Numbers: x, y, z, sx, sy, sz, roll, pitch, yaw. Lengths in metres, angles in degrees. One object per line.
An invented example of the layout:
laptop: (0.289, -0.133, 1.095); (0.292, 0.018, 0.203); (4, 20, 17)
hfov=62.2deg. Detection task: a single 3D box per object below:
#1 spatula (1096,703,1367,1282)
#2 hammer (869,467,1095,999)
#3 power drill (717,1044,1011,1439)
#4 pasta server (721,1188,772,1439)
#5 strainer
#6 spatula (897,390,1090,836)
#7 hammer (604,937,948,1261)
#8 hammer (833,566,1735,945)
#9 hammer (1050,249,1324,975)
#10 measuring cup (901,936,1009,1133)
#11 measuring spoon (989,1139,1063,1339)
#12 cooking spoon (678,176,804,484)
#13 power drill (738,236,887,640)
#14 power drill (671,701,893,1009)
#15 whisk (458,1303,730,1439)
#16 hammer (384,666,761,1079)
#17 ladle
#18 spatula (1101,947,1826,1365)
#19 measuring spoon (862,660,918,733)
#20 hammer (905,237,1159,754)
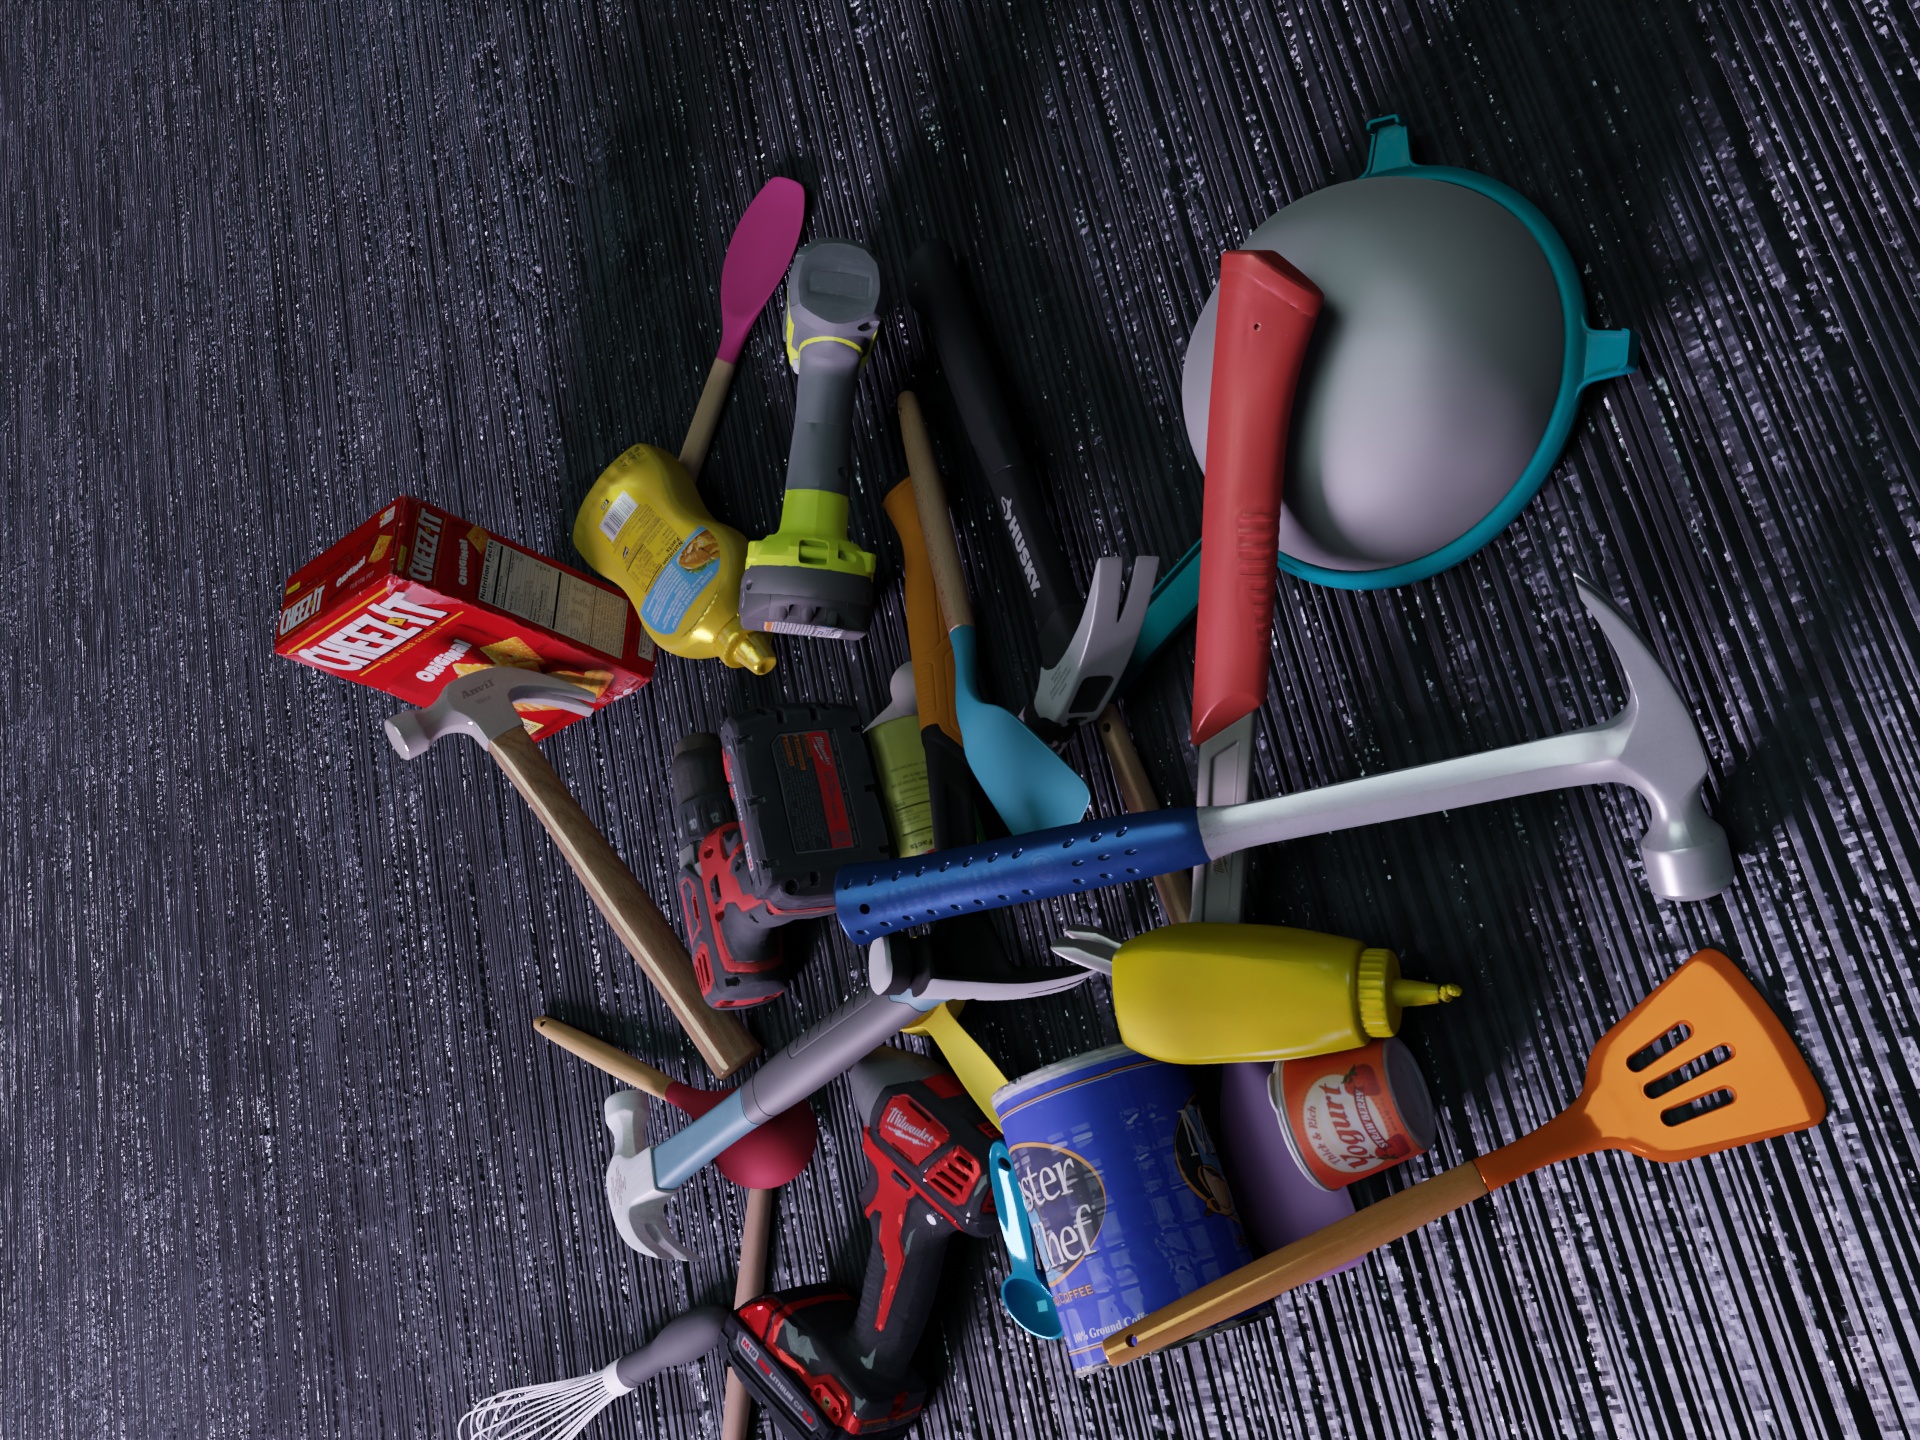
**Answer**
spatula: (0.128, 0.132, 0.829); (0.060, 0.018, 0.316); (-32, 65, 29)
hammer: (-0.001, -0.003, 0.920); (0.034, 0.127, 0.337); (128, 141, -54)
power drill: (-0.050, 0.303, 0.928); (0.143, 0.078, 0.219); (33, 103, 39)
pasta server: (-0.147, 0.440, 1.019); (0.060, 0.040, 0.316); (4, 86, 30)
strainer: (0.144, -0.130, 0.795); (0.340, 0.095, 0.211); (-49, 56, 28)
spatula: (0.006, -0.070, 0.910); (0.082, 0.044, 0.318); (117, 147, -52)
hammer: (-0.117, 0.223, 0.958); (0.331, 0.033, 0.128); (-41, 47, 32)
hammer: (0.122, 0.044, 0.733); (0.405, 0.035, 0.144); (-14, 101, 24)
hammer: (0.120, -0.036, 0.754); (0.149, 0.037, 0.359); (8, 109, 24)
measuring cup: (0.004, 0.186, 0.911); (0.062, 0.029, 0.157); (-49, 48, 7)
measuring spoon: (0.037, 0.276, 0.858); (0.042, 0.021, 0.128); (4, 114, 37)
cooking spoon: (-0.178, -0.235, 1.148); (0.069, 0.017, 0.319); (31, 104, 38)
power drill: (-0.087, -0.166, 0.990); (0.171, 0.080, 0.223); (173, 102, -82)
power drill: (-0.128, 0.064, 0.990); (0.226, 0.080, 0.188); (-48, 52, 57)
whisk: (-0.253, 0.466, 1.102); (0.284, 0.070, 0.070); (-37, 62, 26)
hammer: (-0.243, 0.099, 1.078); (0.331, 0.130, 0.031); (51, 148, 10)
ladle: (-0.213, 0.250, 1.106); (0.316, 0.031, 0.069); (10, 63, 45)
spatula: (0.204, 0.208, 0.693); (0.322, 0.041, 0.081); (-29, 63, 7)
measuring spoon: (-0.058, 0.009, 1.010); (0.124, 0.018, 0.034); (-49, 56, 26)
hammer: (0.026, -0.154, 0.920); (0.146, 0.035, 0.335); (120, 139, -51)
